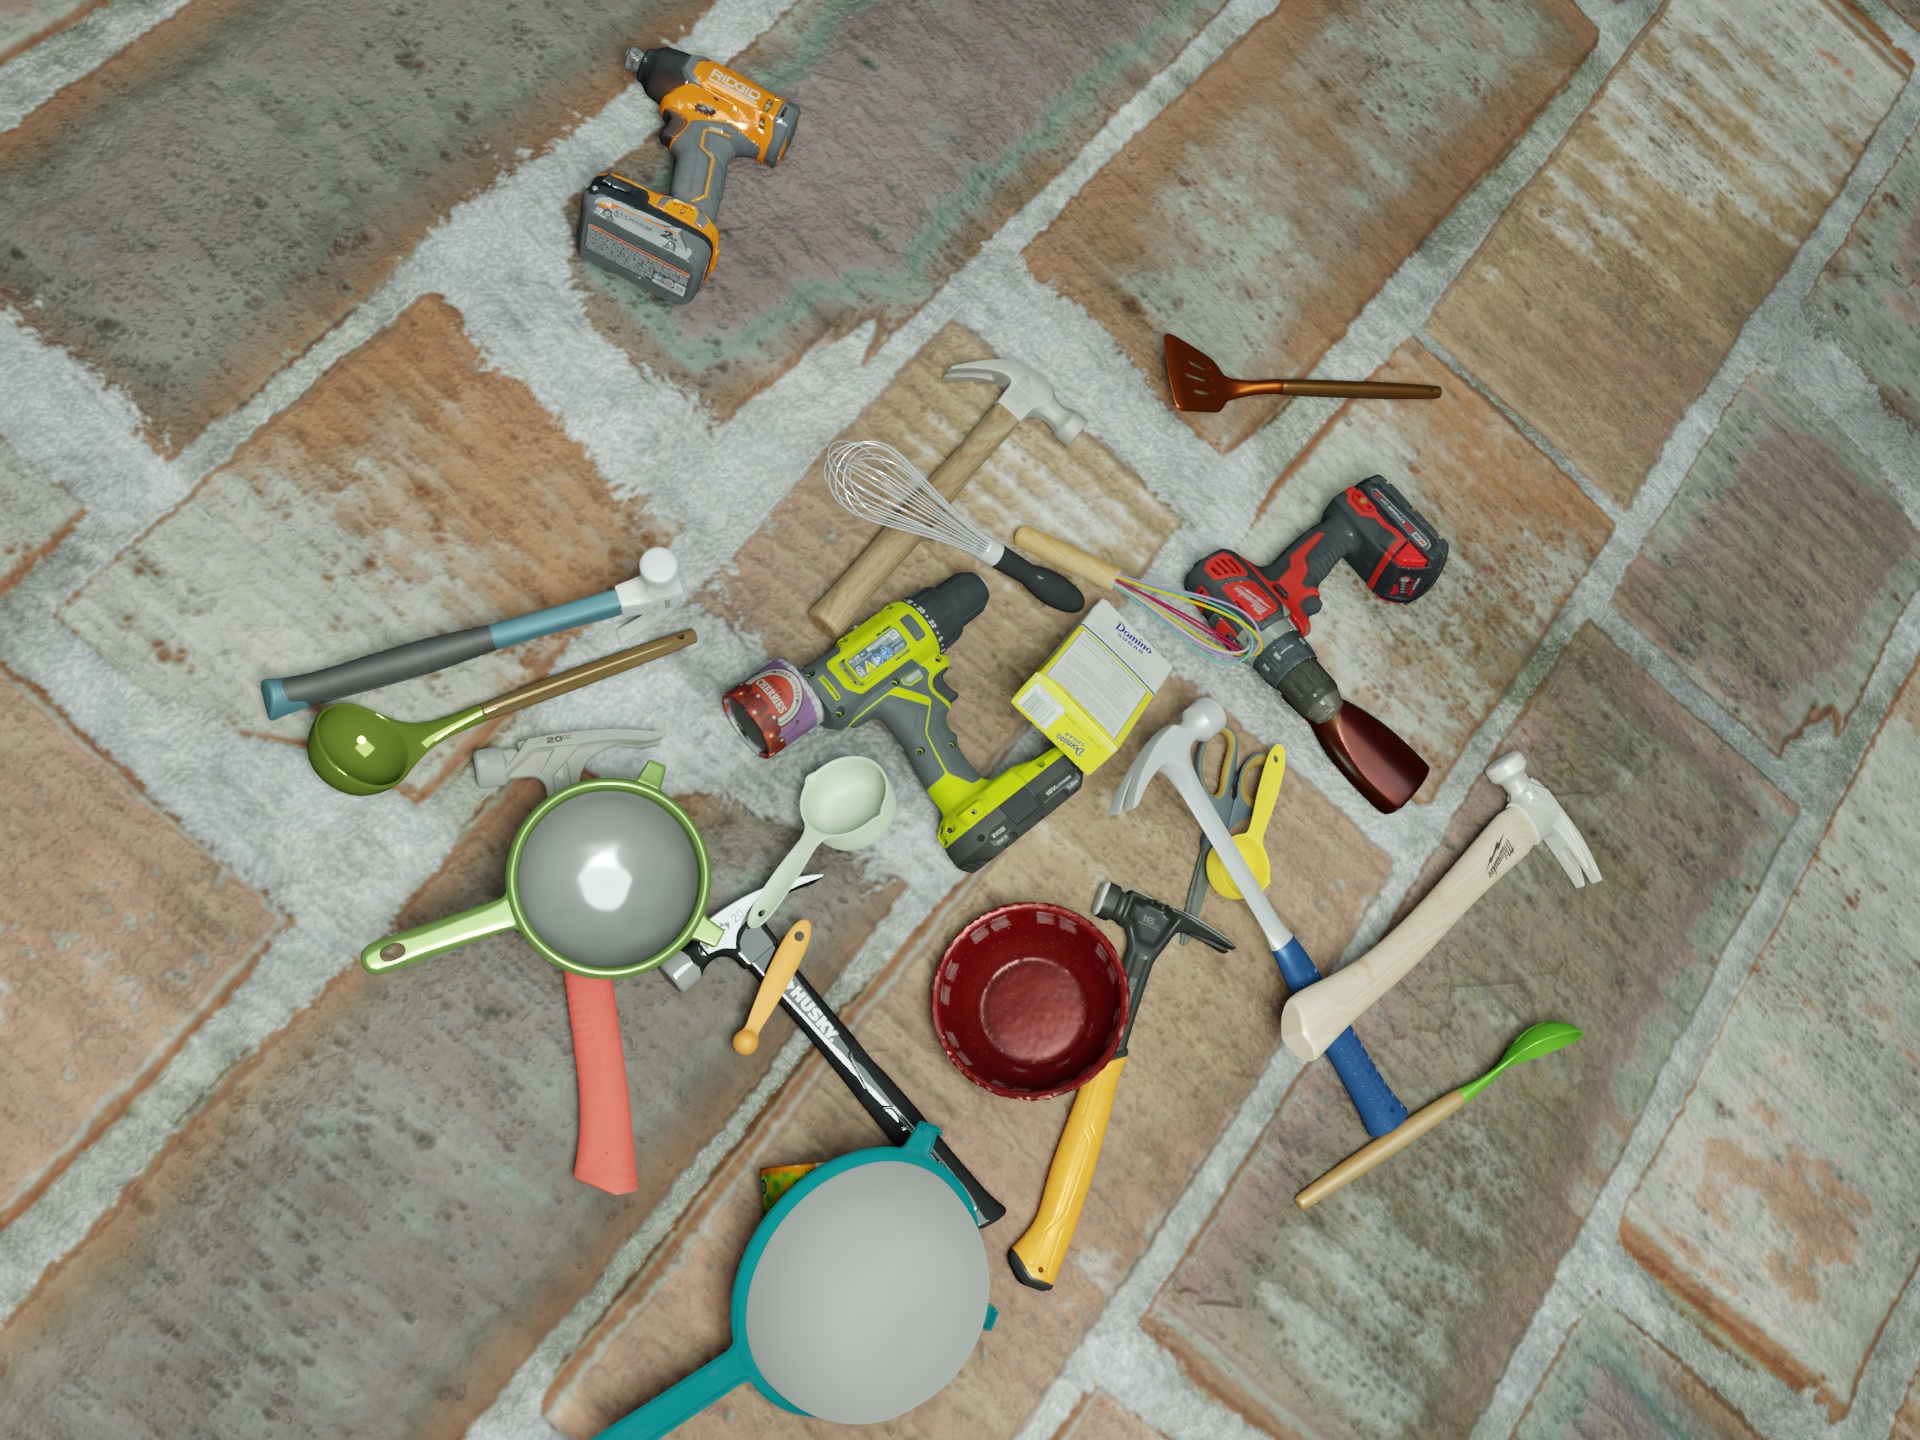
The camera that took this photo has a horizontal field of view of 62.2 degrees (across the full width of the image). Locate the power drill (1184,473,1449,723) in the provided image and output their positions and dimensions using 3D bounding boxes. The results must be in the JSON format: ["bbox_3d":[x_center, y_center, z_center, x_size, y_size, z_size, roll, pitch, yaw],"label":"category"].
[{"bbox_3d":[0.344,-0.112,1.476,0.226,0.080,0.188,-29,68,-20],"label":"power drill"}]

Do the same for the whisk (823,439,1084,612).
[{"bbox_3d":[0.000,-0.162,1.387,0.284,0.070,0.070,28,68,-28],"label":"whisk"}]

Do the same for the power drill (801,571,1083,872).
[{"bbox_3d":[-0.002,-0.004,1.360,0.190,0.080,0.228,-37,85,-21],"label":"power drill"}]

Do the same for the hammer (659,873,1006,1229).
[{"bbox_3d":[-0.080,0.275,1.279,0.146,0.035,0.335,-40,89,-22],"label":"hammer"}]

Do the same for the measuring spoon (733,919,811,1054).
[{"bbox_3d":[-0.146,0.209,1.252,0.021,0.011,0.117,29,70,-8],"label":"measuring spoon"}]

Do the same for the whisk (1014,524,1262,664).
[{"bbox_3d":[0.158,-0.114,1.430,0.245,0.047,0.051,27,91,12],"label":"whisk"}]

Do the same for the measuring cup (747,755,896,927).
[{"bbox_3d":[-0.114,0.105,1.286,0.083,0.038,0.168,24,69,32],"label":"measuring cup"}]

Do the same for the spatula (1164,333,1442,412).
[{"bbox_3d":[0.343,-0.334,1.577,0.322,0.041,0.081,-2,75,-19],"label":"spatula"}]

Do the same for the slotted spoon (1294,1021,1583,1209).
[{"bbox_3d":[0.423,0.346,1.409,0.314,0.070,0.031,-27,65,-17],"label":"slotted spoon"}]

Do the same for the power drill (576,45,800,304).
[{"bbox_3d":[-0.257,-0.500,1.419,0.164,0.084,0.227,26,65,-9],"label":"power drill"}]

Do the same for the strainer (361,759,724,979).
[{"bbox_3d":[-0.315,0.139,1.188,0.256,0.069,0.151,-19,83,-20],"label":"strainer"}]

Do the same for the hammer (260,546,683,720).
[{"bbox_3d":[-0.381,-0.062,1.248,0.331,0.128,0.033,-17,80,-12],"label":"hammer"}]

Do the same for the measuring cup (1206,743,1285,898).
[{"bbox_3d":[0.260,0.090,1.428,0.062,0.029,0.157,34,61,-21],"label":"measuring cup"}]

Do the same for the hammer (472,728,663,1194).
[{"bbox_3d":[-0.283,0.184,1.242,0.149,0.036,0.359,-7,77,-19],"label":"hammer"}]

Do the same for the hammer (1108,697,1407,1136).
[{"bbox_3d":[0.267,0.186,1.369,0.144,0.035,0.405,-36,99,-34],"label":"hammer"}]

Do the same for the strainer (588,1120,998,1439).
[{"bbox_3d":[-0.106,0.454,1.139,0.340,0.095,0.211,-25,111,-27],"label":"strainer"}]

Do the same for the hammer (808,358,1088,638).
[{"bbox_3d":[-0.025,-0.202,1.431,0.130,0.031,0.331,40,68,-3],"label":"hammer"}]

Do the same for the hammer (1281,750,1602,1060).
[{"bbox_3d":[0.429,0.183,1.422,0.410,0.038,0.146,-33,87,-33],"label":"hammer"}]

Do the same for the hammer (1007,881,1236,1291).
[{"bbox_3d":[0.123,0.310,1.330,0.127,0.034,0.337,24,70,-4],"label":"hammer"}]

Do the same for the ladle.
[{"bbox_3d":[-0.356,-0.021,1.267,0.320,0.062,0.078,-23,72,-24],"label":"ladle"}]
